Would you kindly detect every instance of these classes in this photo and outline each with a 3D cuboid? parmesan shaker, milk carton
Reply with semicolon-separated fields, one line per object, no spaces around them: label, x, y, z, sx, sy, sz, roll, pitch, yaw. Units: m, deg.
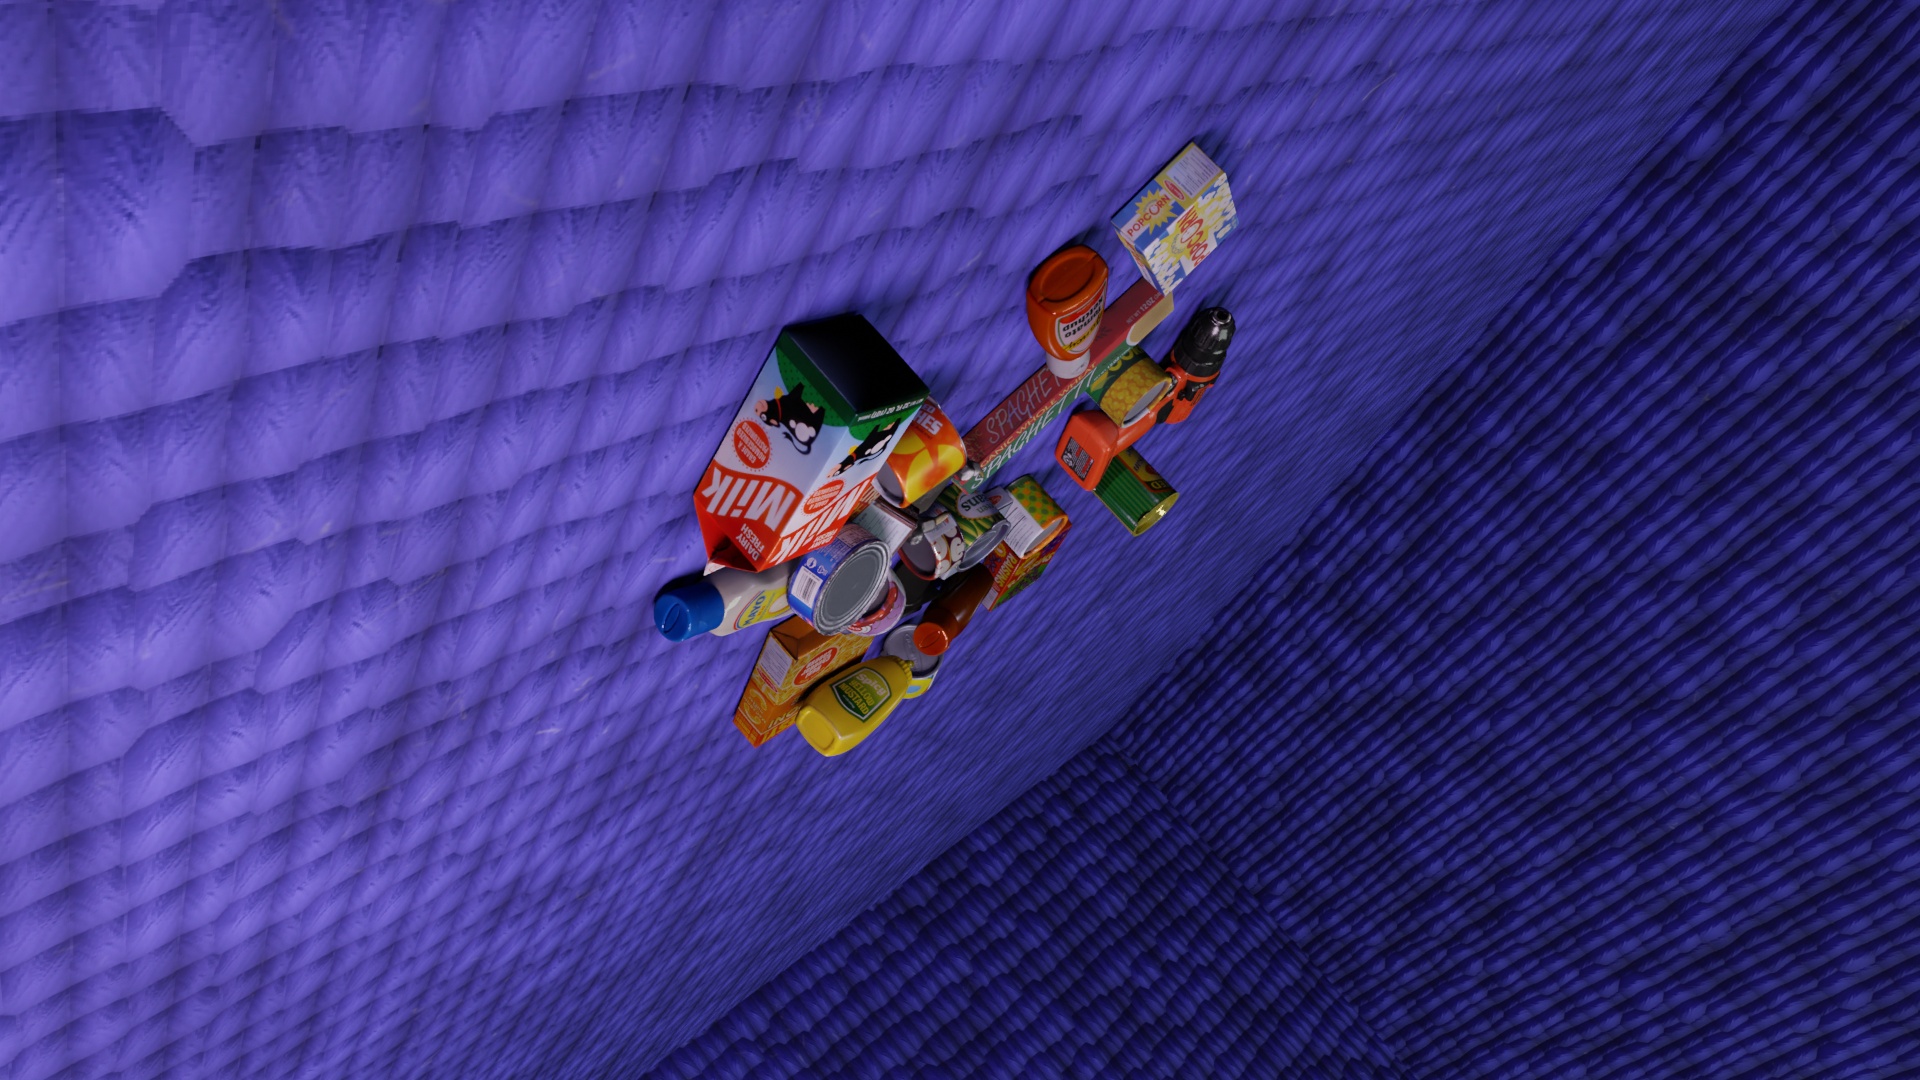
parmesan shaker;0.172;-0.063;1.473;0.071;0.103;0.071;-39;165;-13
milk carton;-0.105;-0.047;0.888;0.072;0.073;0.189;-24;157;-48

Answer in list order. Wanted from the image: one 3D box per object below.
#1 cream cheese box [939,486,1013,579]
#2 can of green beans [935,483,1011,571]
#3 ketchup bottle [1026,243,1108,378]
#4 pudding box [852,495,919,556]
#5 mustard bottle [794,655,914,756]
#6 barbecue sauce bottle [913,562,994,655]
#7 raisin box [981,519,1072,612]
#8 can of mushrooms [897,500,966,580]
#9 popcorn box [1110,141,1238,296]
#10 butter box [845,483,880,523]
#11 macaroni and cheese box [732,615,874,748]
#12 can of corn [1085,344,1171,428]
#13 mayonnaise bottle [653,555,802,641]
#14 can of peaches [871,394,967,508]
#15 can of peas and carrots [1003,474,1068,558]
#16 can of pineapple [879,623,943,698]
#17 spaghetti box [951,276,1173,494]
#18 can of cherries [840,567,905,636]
cream cheese box;0.011;-0.007;1.381;0.053;0.024;0.103;-29;160;-39
can of green beans;0.003;-0.014;1.277;0.071;0.058;0.071;-38;164;-13
ketchup bottle;0.082;-0.170;1.072;0.065;0.043;0.148;-40;165;-7
pudding box;-0.076;-0.003;1.119;0.083;0.049;0.030;-50;-164;26
mustard bottle;-0.090;0.146;1.333;0.161;0.065;0.048;-35;168;-51
barbecue sauce bottle;-0.010;0.072;1.426;0.064;0.043;0.149;-39;-174;25
raisin box;0.068;0.019;1.566;0.086;0.040;0.122;-32;163;-31
can of mushrooms;-0.029;0.001;1.222;0.033;0.071;0.070;-32;162;-30
popcorn box;0.169;-0.247;1.083;0.085;0.038;0.126;-43;165;8
butter box;-0.098;-0.034;1.036;0.053;0.024;0.103;-44;164;10
macaroni and cheese box;-0.141;0.114;1.310;0.124;0.040;0.165;-30;161;-38
can of corn;0.153;-0.147;1.279;0.071;0.058;0.071;-39;165;-12
mayonnaise bottle;-0.165;0.041;1.043;0.148;0.041;0.064;-20;148;-56
can of peaches;-0.038;-0.067;1.017;0.058;0.071;0.071;-36;164;-18
can of peas and carrots;0.068;-0.024;1.410;0.071;0.059;0.070;-38;165;-12
can of pineapple;-0.058;0.133;1.521;0.071;0.071;0.057;-34;163;-28
spaghetti box;0.084;-0.135;1.201;0.250;0.029;0.050;-42;164;0
can of cherries;-0.086;0.048;1.210;0.071;0.071;0.058;-41;164;-5
